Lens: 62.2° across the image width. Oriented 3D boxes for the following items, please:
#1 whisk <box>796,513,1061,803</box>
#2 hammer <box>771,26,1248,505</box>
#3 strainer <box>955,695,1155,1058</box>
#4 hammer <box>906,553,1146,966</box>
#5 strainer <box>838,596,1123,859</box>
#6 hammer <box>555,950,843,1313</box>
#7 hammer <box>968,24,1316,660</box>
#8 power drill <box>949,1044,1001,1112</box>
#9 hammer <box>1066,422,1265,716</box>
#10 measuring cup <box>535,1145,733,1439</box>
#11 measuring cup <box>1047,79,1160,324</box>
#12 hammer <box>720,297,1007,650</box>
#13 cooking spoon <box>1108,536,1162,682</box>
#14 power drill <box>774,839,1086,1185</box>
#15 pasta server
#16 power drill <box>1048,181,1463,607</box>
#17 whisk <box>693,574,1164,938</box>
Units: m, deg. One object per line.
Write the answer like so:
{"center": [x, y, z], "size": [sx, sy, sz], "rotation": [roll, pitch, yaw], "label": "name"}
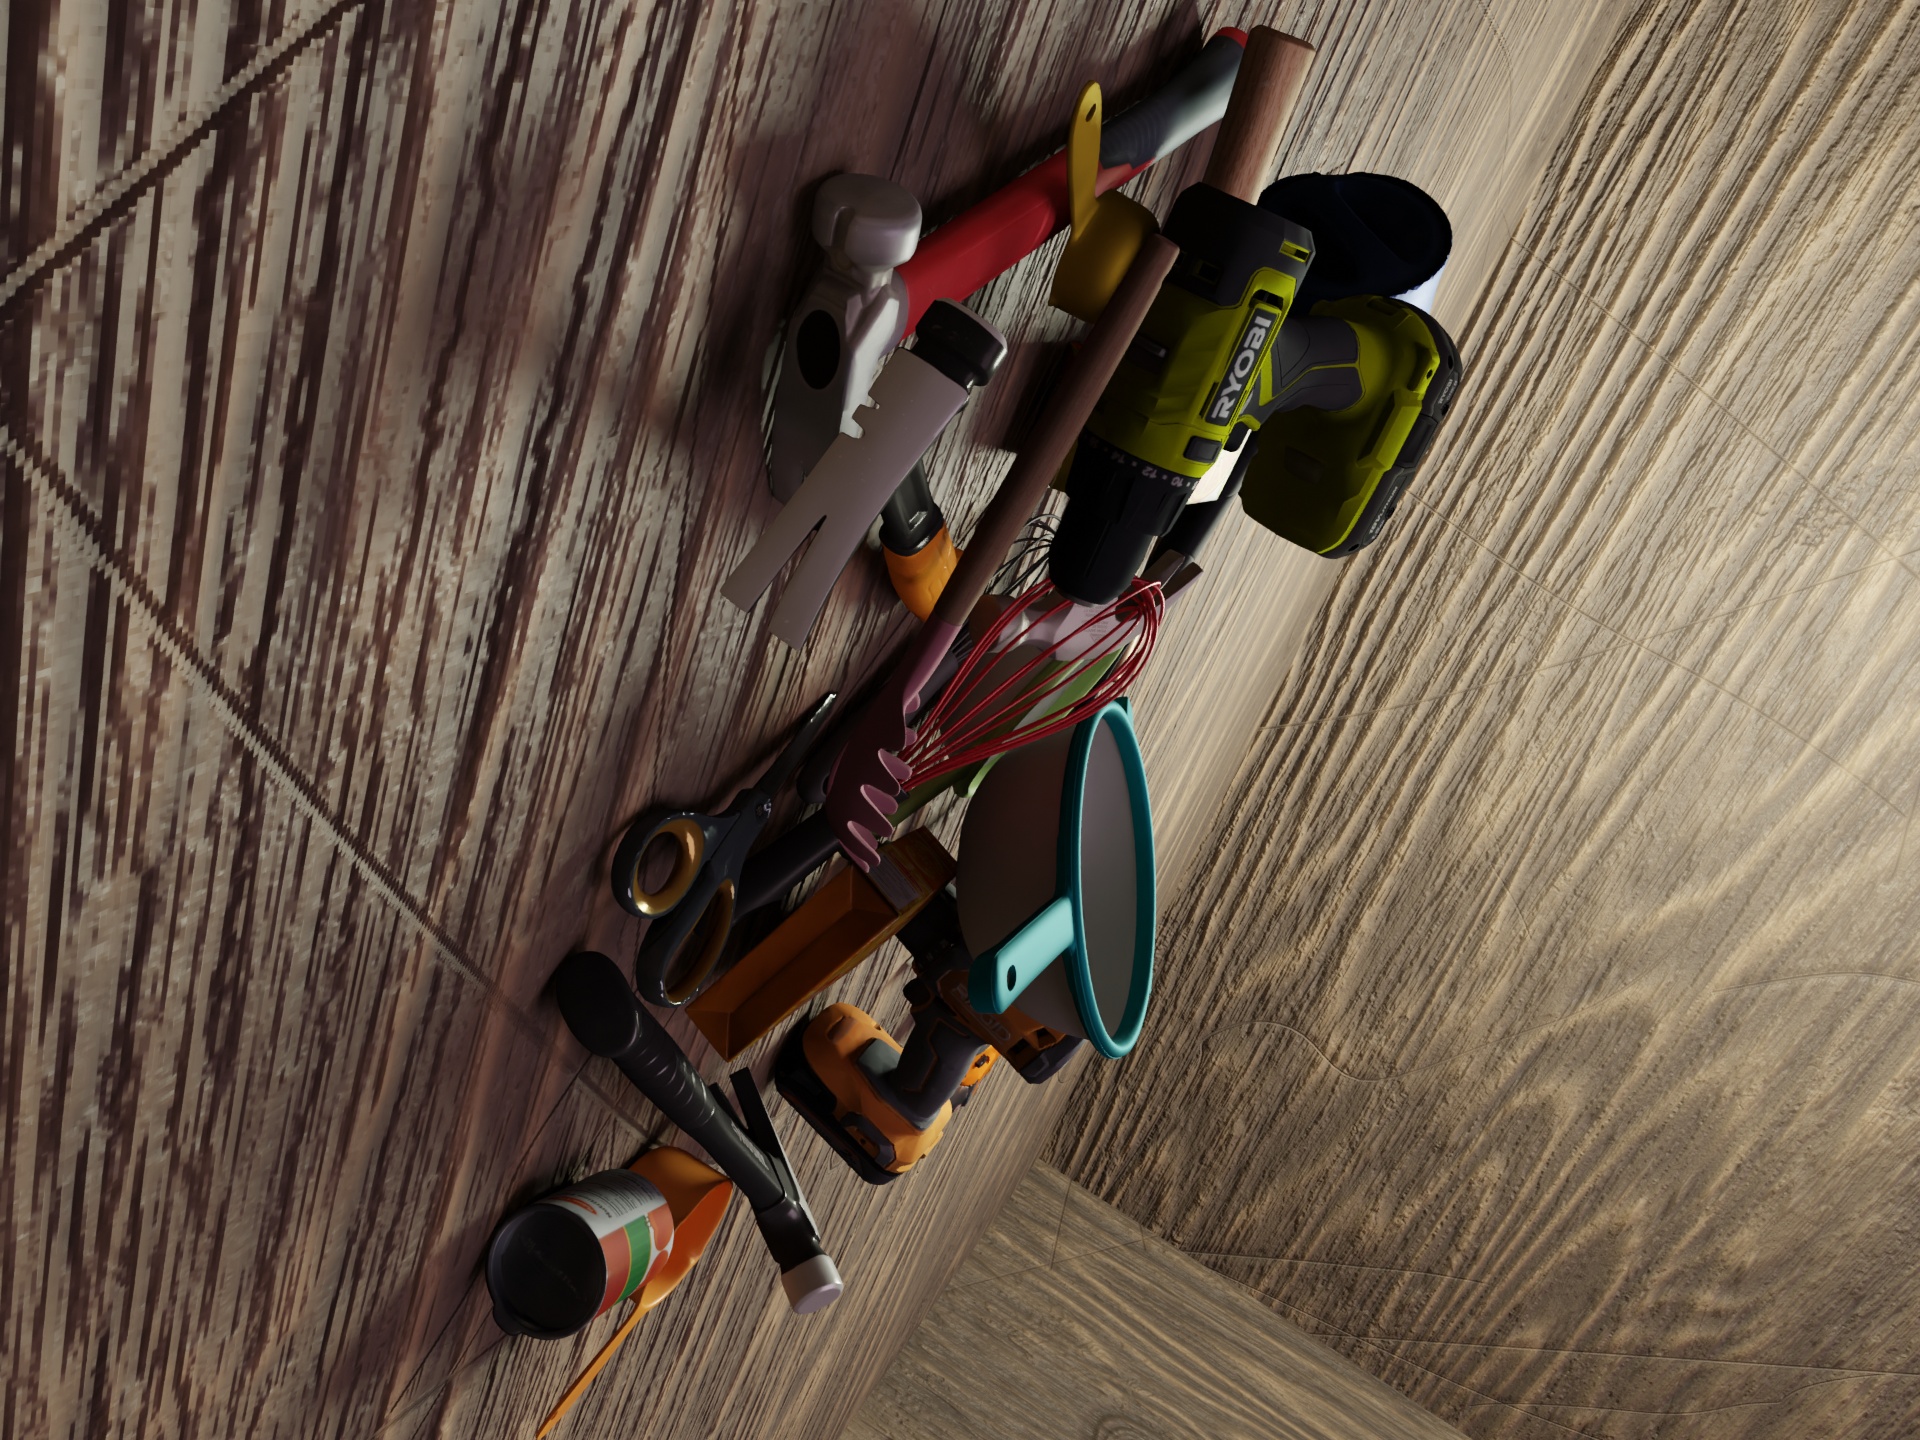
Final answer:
{"center": [-0.011, -0.037, 0.891], "size": [0.239, 0.055, 0.055], "rotation": [-47, 161, -28], "label": "whisk"}
{"center": [0.043, -0.225, 0.716], "size": [0.386, 0.038, 0.143], "rotation": [-46, 161, -43], "label": "hammer"}
{"center": [0.031, 0.102, 0.890], "size": [0.340, 0.095, 0.211], "rotation": [-22, 108, -70], "label": "strainer"}
{"center": [0.056, 0.033, 1.269], "size": [0.146, 0.038, 0.410], "rotation": [-38, 153, -53], "label": "hammer"}
{"center": [-0.002, -0.003, 0.953], "size": [0.256, 0.069, 0.151], "rotation": [-35, 167, -40], "label": "strainer"}
{"center": [-0.137, 0.201, 0.830], "size": [0.035, 0.146, 0.334], "rotation": [-27, 146, -7], "label": "hammer"}
{"center": [0.108, -0.181, 0.819], "size": [0.130, 0.031, 0.331], "rotation": [-1, 120, -37], "label": "hammer"}
{"center": [0.014, 0.303, 1.565], "size": [0.164, 0.084, 0.226], "rotation": [-47, 164, -40], "label": "power drill"}
{"center": [0.112, -0.058, 1.091], "size": [0.408, 0.036, 0.149], "rotation": [-59, -167, 23], "label": "hammer"}
{"center": [-0.205, 0.327, 0.927], "size": [0.174, 0.052, 0.095], "rotation": [-52, 163, -23], "label": "measuring cup"}
{"center": [0.062, -0.212, 0.658], "size": [0.062, 0.029, 0.156], "rotation": [-57, 170, -6], "label": "measuring cup"}
{"center": [-0.024, -0.073, 0.690], "size": [0.127, 0.034, 0.337], "rotation": [-54, 175, -2], "label": "hammer"}
{"center": [0.173, -0.174, 1.194], "size": [0.069, 0.017, 0.319], "rotation": [147, -32, -80], "label": "cooking spoon"}
{"center": [-0.039, 0.196, 1.071], "size": [0.226, 0.185, 0.084], "rotation": [-47, 176, 38], "label": "power drill"}
{"center": [0.014, -0.064, 0.696], "size": [0.316, 0.040, 0.060], "rotation": [-59, -174, 25], "label": "pasta server"}
{"center": [0.141, -0.142, 0.778], "size": [0.228, 0.080, 0.190], "rotation": [-2, 122, -50], "label": "power drill"}
{"center": [-0.018, 0.018, 0.808], "size": [0.296, 0.073, 0.073], "rotation": [-37, 164, 0], "label": "whisk"}
